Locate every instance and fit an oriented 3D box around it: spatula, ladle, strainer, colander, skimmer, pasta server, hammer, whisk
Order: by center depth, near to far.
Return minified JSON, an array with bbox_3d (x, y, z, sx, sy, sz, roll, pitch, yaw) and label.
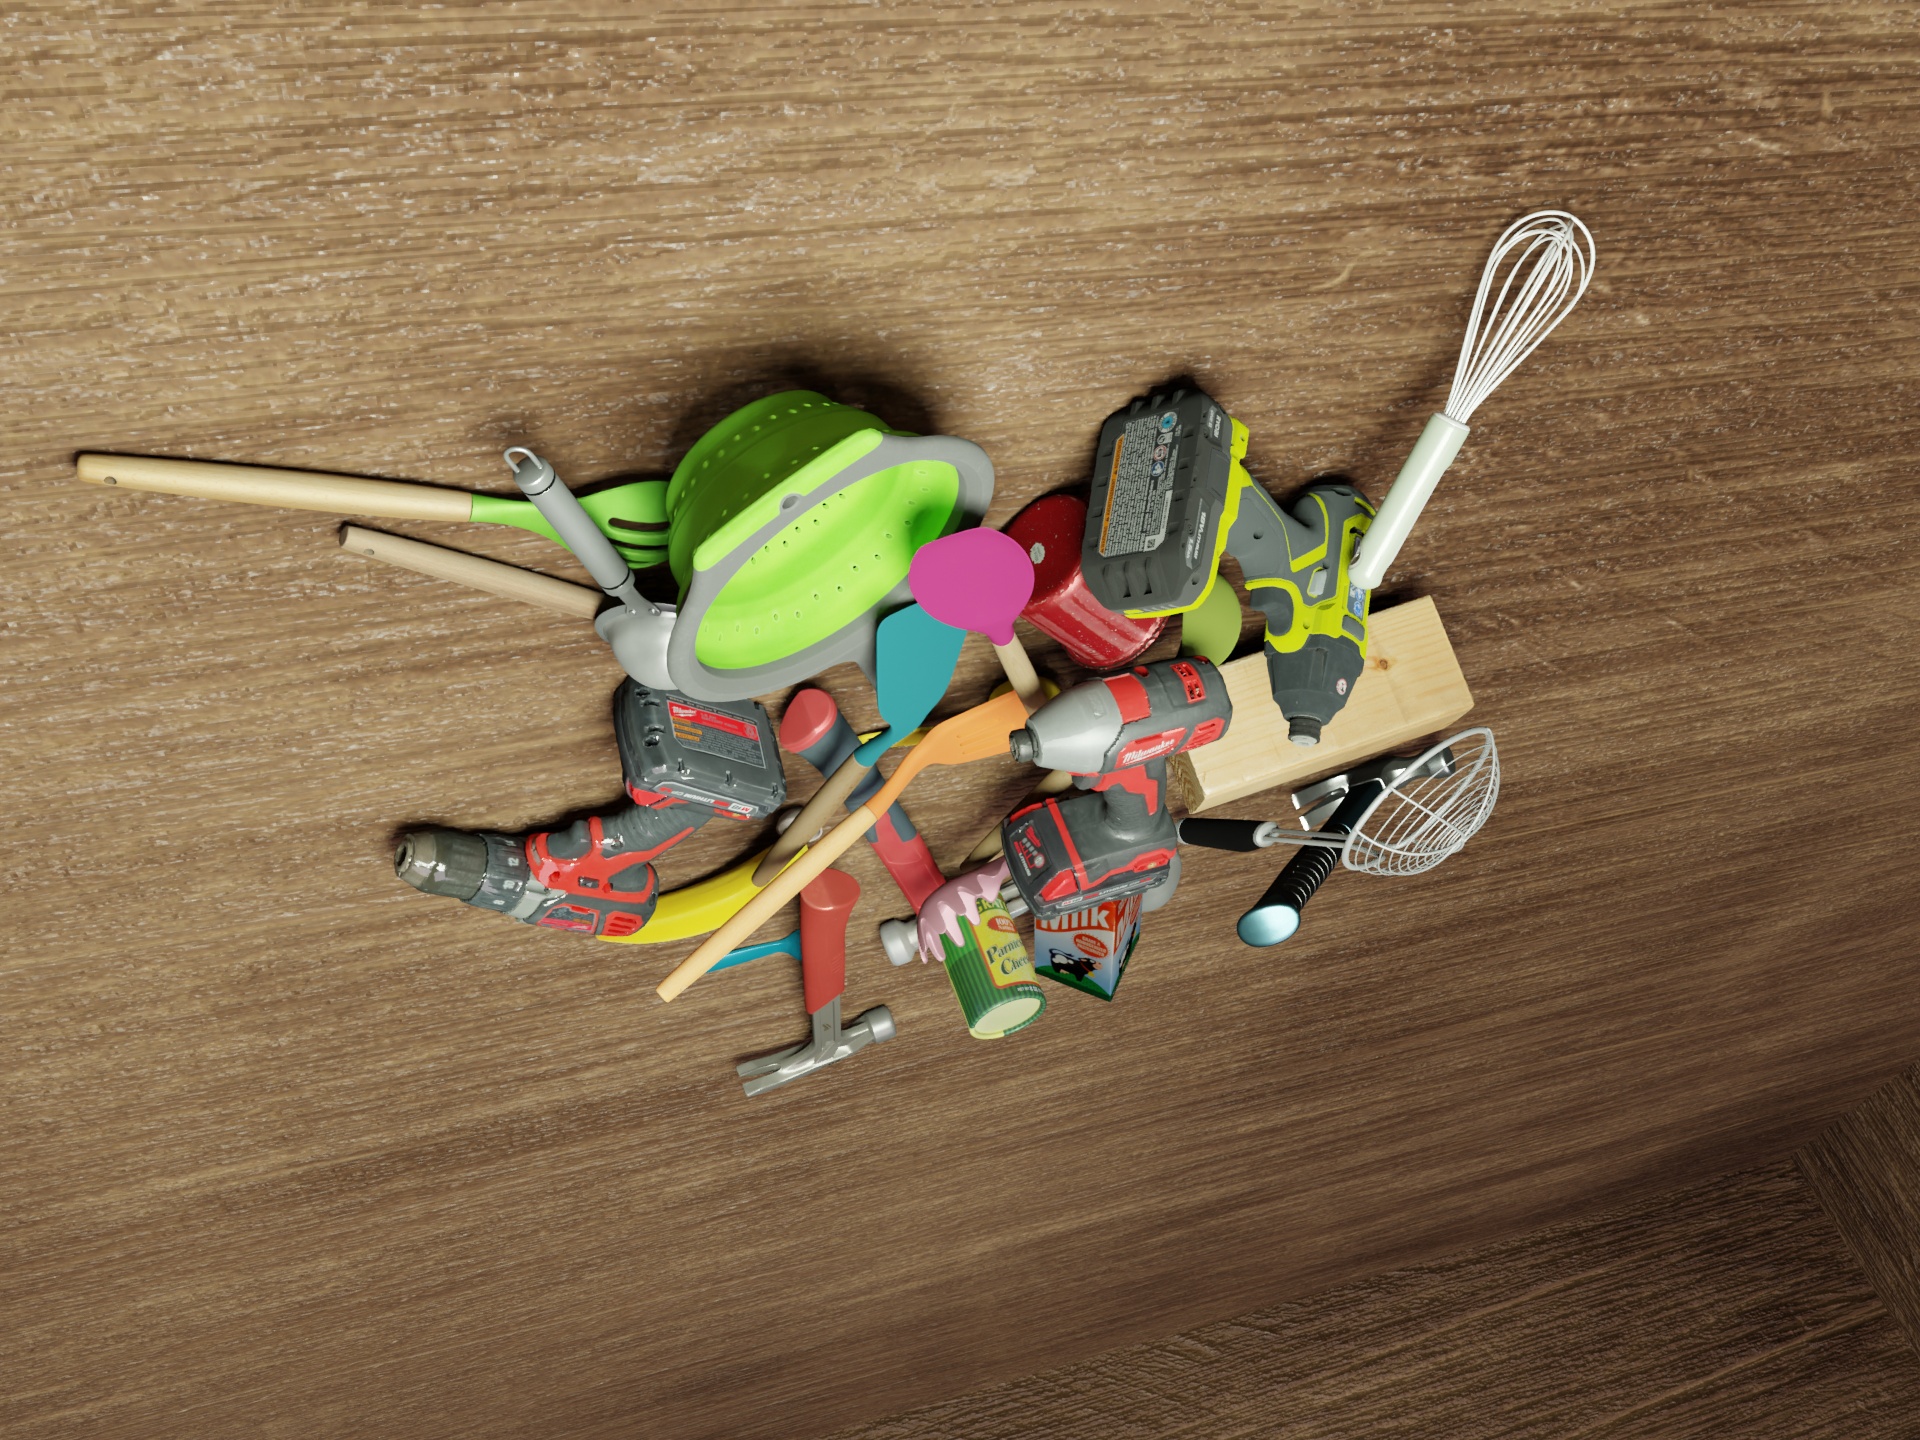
[{"bbox_3d":[-0.188,-0.073,0.877,0.087,0.050,0.258,-3,153,14],"label":"strainer"},{"bbox_3d":[-0.078,-0.088,0.932,0.204,0.094,0.396,-36,163,-2],"label":"colander"},{"bbox_3d":[-0.212,-0.066,0.943,0.315,0.018,0.059,15,136,-42],"label":"spatula"},{"bbox_3d":[0.300,-0.187,0.956,0.059,0.058,0.246,24,112,-4],"label":"whisk"},{"bbox_3d":[-0.078,0.027,1.037,0.082,0.044,0.317,-24,164,-41],"label":"spatula"},{"bbox_3d":[-0.074,0.084,1.083,0.322,0.041,0.081,-41,154,-13],"label":"spatula"},{"bbox_3d":[0.087,0.011,1.145,0.062,0.078,0.320,35,123,-13],"label":"ladle"},{"bbox_3d":[0.247,0.058,1.155,0.127,0.090,0.363,-28,-171,-22],"label":"skimmer"},{"bbox_3d":[-0.038,0.079,1.203,0.143,0.038,0.385,-23,147,1],"label":"hammer"},{"bbox_3d":[0.093,0.084,1.212,0.316,0.040,0.060,-30,154,-18],"label":"pasta server"},{"bbox_3d":[0.290,0.095,1.249,0.128,0.033,0.331,-19,-173,34],"label":"hammer"},{"bbox_3d":[-0.122,0.219,1.321,0.149,0.037,0.358,-19,152,-15],"label":"hammer"}]

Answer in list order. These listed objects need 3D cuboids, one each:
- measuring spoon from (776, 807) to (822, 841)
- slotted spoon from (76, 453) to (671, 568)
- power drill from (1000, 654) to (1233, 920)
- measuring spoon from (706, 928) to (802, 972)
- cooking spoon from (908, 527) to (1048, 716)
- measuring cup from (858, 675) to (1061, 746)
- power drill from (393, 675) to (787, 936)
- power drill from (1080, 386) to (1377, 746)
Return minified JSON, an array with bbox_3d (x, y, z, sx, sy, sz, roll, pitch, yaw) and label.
[{"bbox_3d":[-0.129,0.099,1.217,0.034,0.018,0.124,9,146,-10],"label":"measuring spoon"},{"bbox_3d":[-0.285,-0.113,0.834,0.313,0.031,0.070,3,143,-28],"label":"slotted spoon"},{"bbox_3d":[0.093,0.045,1.075,0.143,0.079,0.219,-14,149,-15],"label":"power drill"},{"bbox_3d":[-0.165,0.200,1.325,0.128,0.021,0.042,-13,145,-14],"label":"measuring spoon"},{"bbox_3d":[0.031,-0.043,0.991,0.069,0.017,0.318,-17,155,7],"label":"cooking spoon"},{"bbox_3d":[-0.002,-0.004,1.137,0.156,0.029,0.062,-7,153,2],"label":"measuring cup"},{"bbox_3d":[-0.245,0.065,1.057,0.187,0.080,0.226,18,133,-42],"label":"power drill"},{"bbox_3d":[0.178,-0.092,0.982,0.080,0.171,0.223,-6,157,45],"label":"power drill"}]
